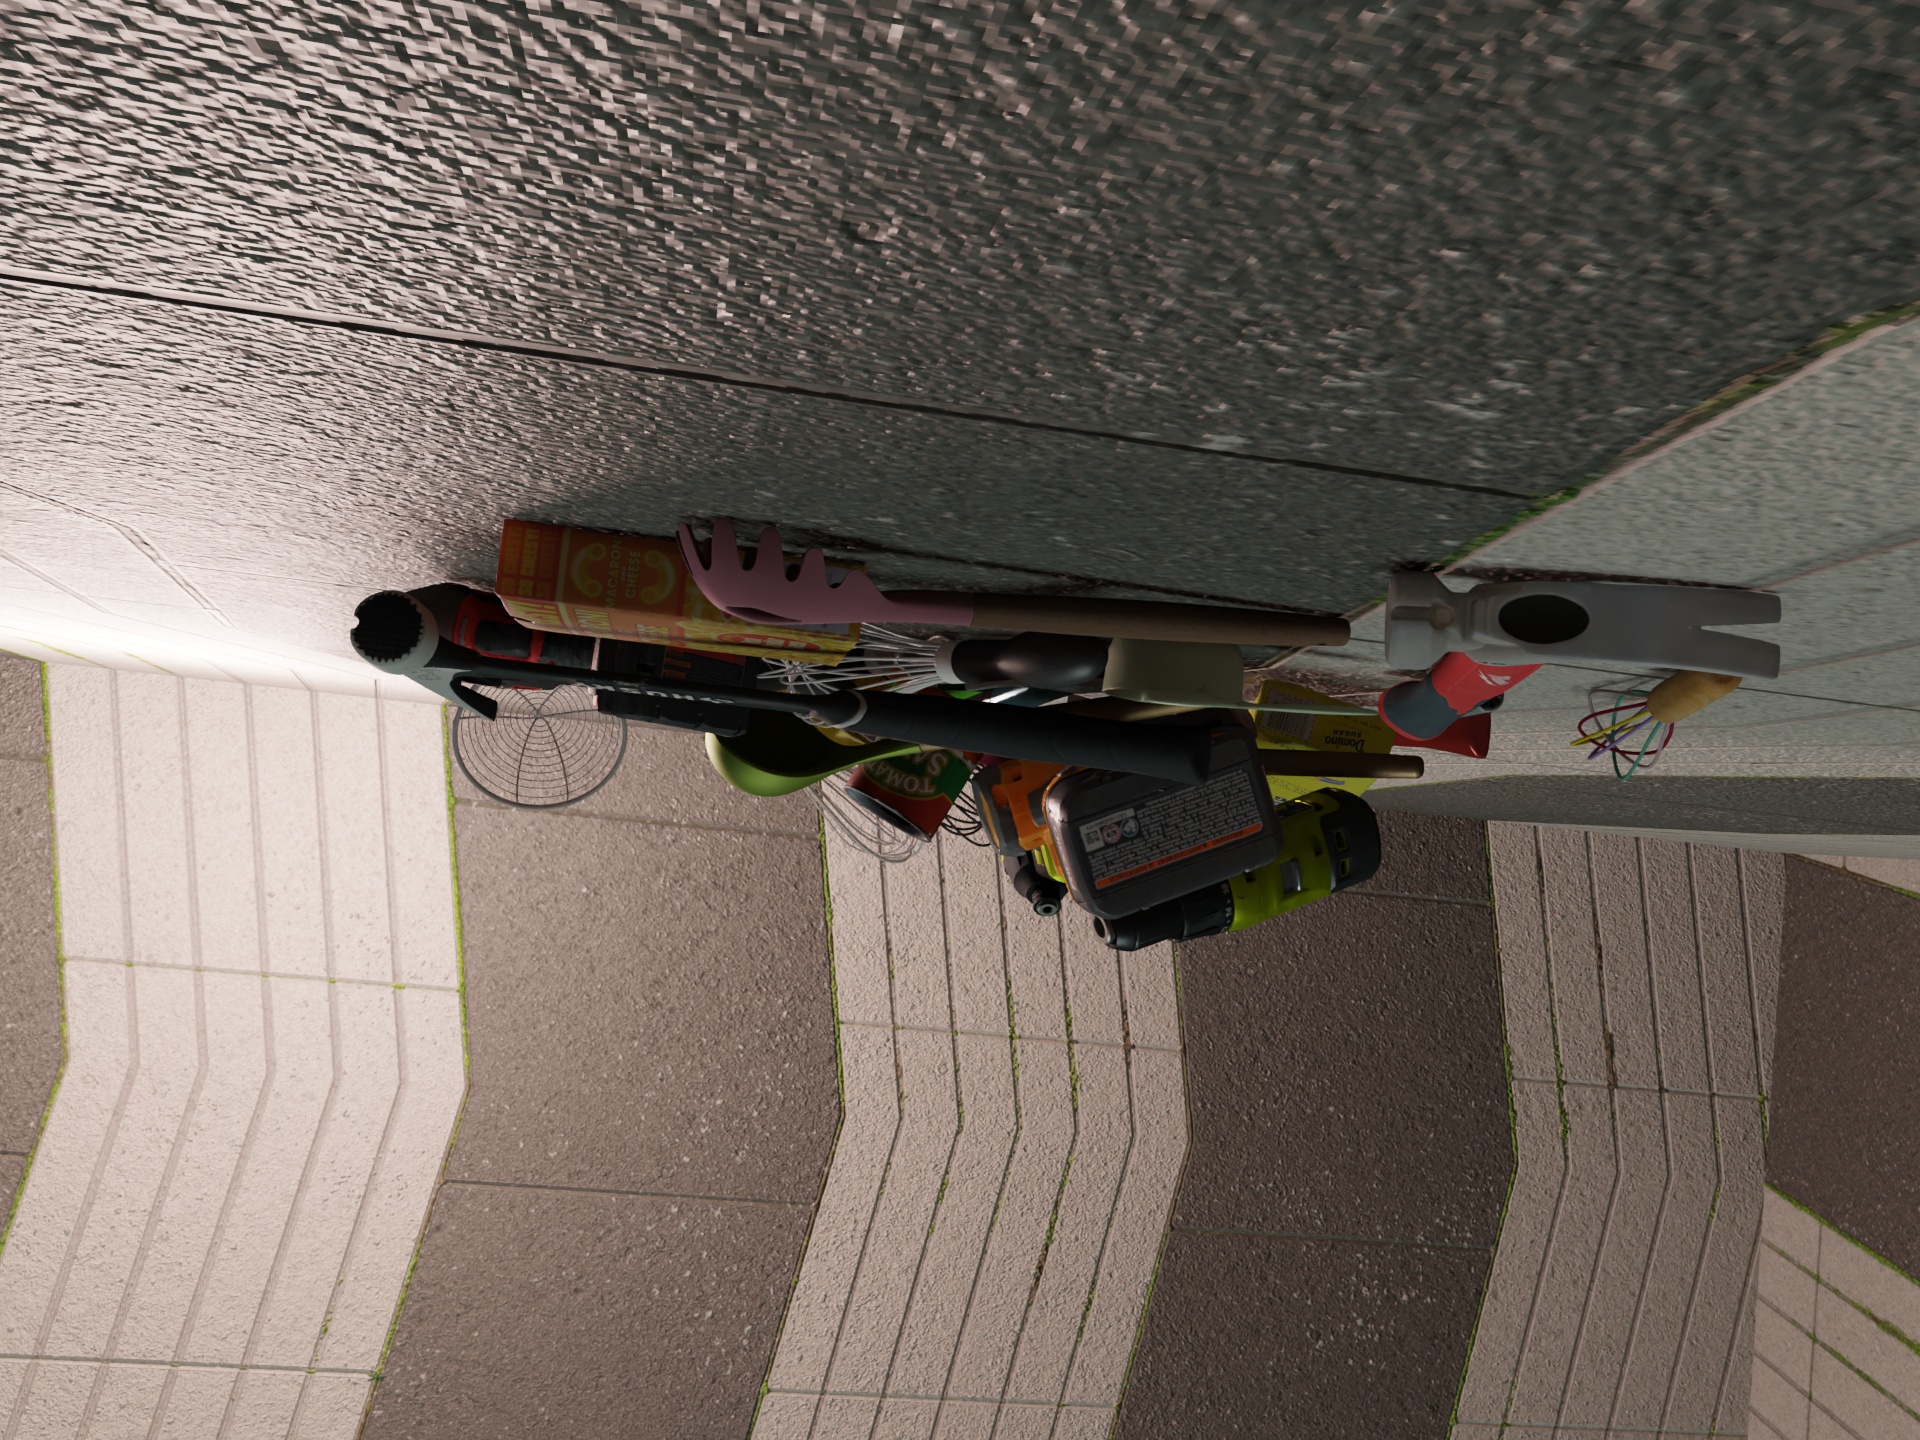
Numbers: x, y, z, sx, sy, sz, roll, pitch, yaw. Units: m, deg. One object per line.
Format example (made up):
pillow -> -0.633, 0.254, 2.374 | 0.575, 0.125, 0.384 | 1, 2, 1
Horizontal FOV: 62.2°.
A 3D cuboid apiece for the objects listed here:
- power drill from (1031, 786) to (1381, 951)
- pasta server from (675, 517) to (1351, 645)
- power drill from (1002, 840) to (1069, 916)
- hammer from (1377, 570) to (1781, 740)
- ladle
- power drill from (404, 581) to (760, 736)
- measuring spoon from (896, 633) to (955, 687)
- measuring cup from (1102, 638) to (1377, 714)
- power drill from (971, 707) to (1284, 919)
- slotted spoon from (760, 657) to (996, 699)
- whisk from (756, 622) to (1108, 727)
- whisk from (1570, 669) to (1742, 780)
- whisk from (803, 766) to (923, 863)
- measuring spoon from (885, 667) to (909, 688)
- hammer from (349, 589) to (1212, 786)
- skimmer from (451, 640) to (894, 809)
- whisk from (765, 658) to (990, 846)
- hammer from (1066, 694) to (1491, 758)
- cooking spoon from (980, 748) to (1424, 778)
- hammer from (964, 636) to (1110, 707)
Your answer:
power drill -> 0.134, 0.083, 1.047 | 0.190, 0.080, 0.229 | -17, -165, -21
pasta server -> 0.031, -0.056, 0.719 | 0.316, 0.040, 0.060 | 3, 177, -14
power drill -> 0.142, 0.087, 1.229 | 0.223, 0.171, 0.080 | 4, 132, -6
hammer -> 0.266, -0.021, 0.779 | 0.143, 0.038, 0.386 | 4, 176, 10
ladle -> -0.002, -0.003, 0.953 | 0.320, 0.062, 0.078 | -9, -156, 15
power drill -> -0.239, -0.045, 0.950 | 0.220, 0.078, 0.143 | 7, 177, 31
measuring spoon -> -0.016, -0.045, 1.035 | 0.034, 0.018, 0.124 | 37, 166, -5
measuring cup -> 0.159, -0.026, 0.882 | 0.167, 0.038, 0.083 | 5, 177, -19
power drill -> 0.114, 0.038, 0.933 | 0.185, 0.084, 0.226 | -19, -173, -8
slotted spoon -> -0.082, -0.034, 1.202 | 0.313, 0.031, 0.070 | 9, 173, -22
whisk -> -0.019, -0.031, 0.848 | 0.070, 0.070, 0.285 | 9, 175, -37
whisk -> 0.369, -0.004, 0.849 | 0.047, 0.051, 0.245 | 11, 174, 12
whisk -> -0.123, 0.013, 1.060 | 0.246, 0.058, 0.059 | 40, 131, -10
measuring spoon -> -0.050, -0.037, 1.117 | 0.021, 0.011, 0.117 | 40, 180, -13
hammer -> -0.076, -0.005, 0.789 | 0.409, 0.036, 0.149 | 7, 170, -2
skimmer -> -0.210, -0.004, 1.133 | 0.363, 0.090, 0.127 | -7, 124, 34
whisk -> -0.047, 0.014, 1.072 | 0.238, 0.055, 0.055 | 39, 157, -33
hammer -> 0.240, 0.004, 1.203 | 0.149, 0.037, 0.359 | 8, 176, -34
cooking spoon -> 0.150, 0.026, 1.065 | 0.319, 0.017, 0.069 | 2, -165, 32
hammer -> 0.031, -0.011, 1.099 | 0.128, 0.033, 0.331 | 8, 169, -17
